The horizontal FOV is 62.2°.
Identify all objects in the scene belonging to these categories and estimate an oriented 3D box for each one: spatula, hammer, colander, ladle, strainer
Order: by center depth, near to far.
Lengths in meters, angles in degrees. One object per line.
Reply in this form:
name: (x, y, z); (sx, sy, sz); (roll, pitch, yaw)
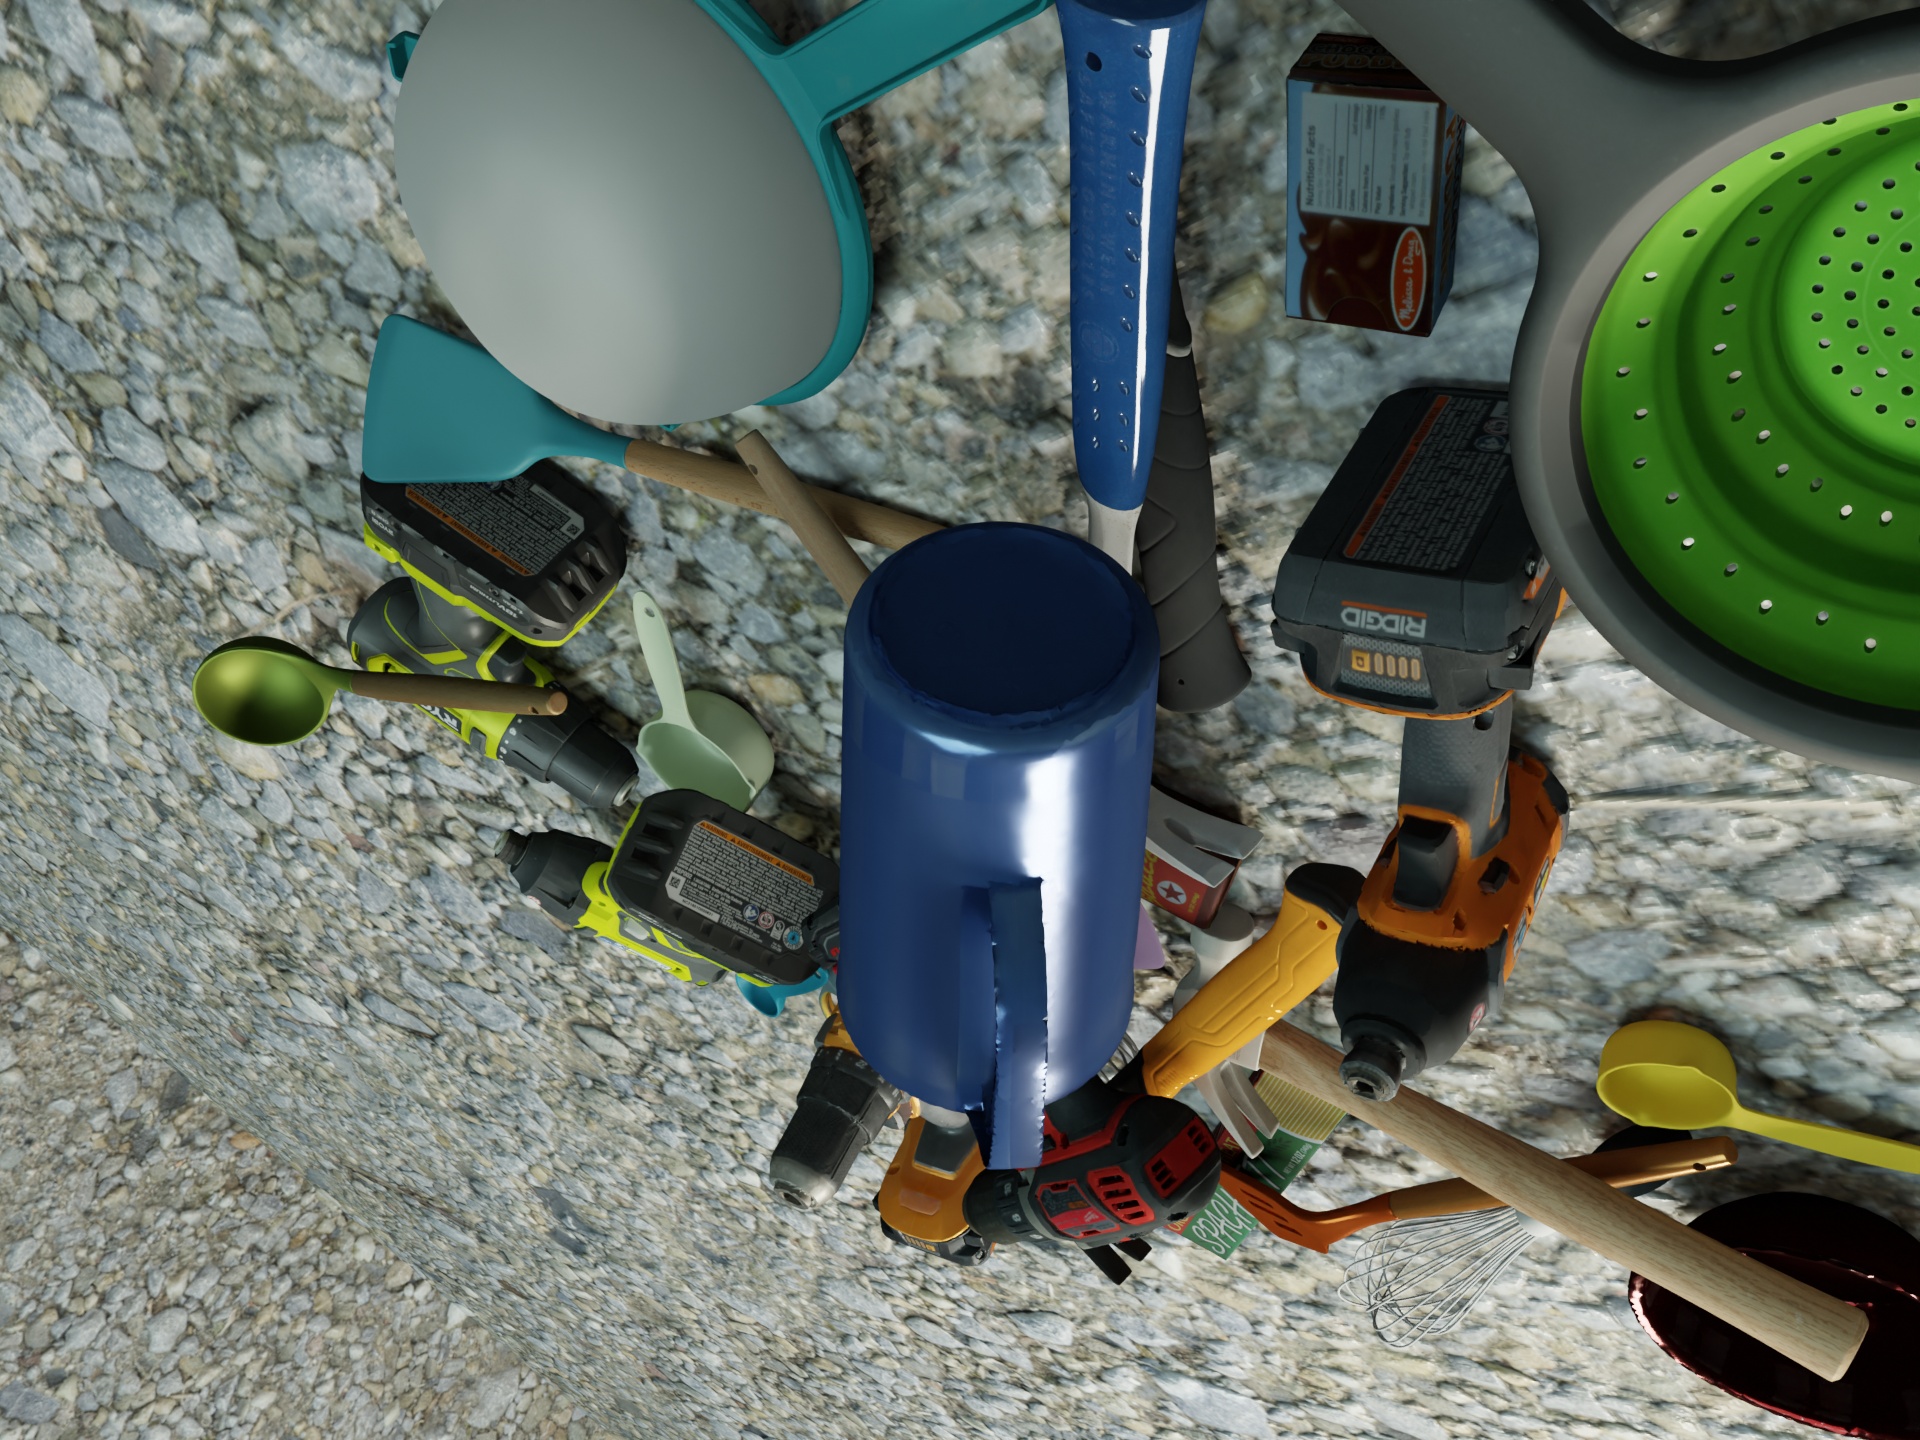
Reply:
colander: (0.198, -0.145, 0.411); (0.397, 0.094, 0.204); (43, 144, 0)
hammer: (0.059, -0.155, 0.554); (0.149, 0.036, 0.408); (14, 140, 28)
strainer: (-0.103, -0.189, 0.560); (0.340, 0.095, 0.210); (-2, 130, 50)
hammer: (0.059, -0.074, 0.573); (0.144, 0.035, 0.405); (37, 156, 25)
spatula: (-0.001, -0.002, 0.731); (0.315, 0.018, 0.060); (53, 148, -14)
spatula: (-0.138, -0.117, 0.746); (0.317, 0.044, 0.082); (17, 103, 18)
hammer: (0.246, 0.207, 0.753); (0.331, 0.031, 0.130); (25, 129, 31)
hammer: (0.115, 0.177, 0.807); (0.127, 0.034, 0.336); (47, 139, 14)
spatula: (0.247, 0.239, 0.822); (0.081, 0.041, 0.322); (45, 138, -13)
ladle: (-0.333, -0.011, 0.901); (0.320, 0.062, 0.078); (5, 142, 39)

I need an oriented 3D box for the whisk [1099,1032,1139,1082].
whisk: (0.035, 0.143, 0.913); (0.055, 0.055, 0.238); (-19, 114, 49)

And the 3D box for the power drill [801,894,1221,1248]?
power drill: (0.015, 0.175, 0.829); (0.227, 0.080, 0.188); (56, 141, 3)

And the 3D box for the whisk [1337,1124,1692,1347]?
whisk: (0.289, 0.272, 0.847); (0.070, 0.070, 0.284); (33, 140, 3)

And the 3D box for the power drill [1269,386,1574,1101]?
power drill: (0.167, 0.018, 0.559); (0.084, 0.164, 0.226); (13, 137, 30)

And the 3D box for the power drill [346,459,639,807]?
power drill: (-0.256, -0.048, 0.896); (0.190, 0.080, 0.228); (35, 147, 2)

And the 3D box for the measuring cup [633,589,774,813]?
measuring cup: (-0.147, -0.016, 0.879); (0.083, 0.038, 0.167); (16, 139, 24)

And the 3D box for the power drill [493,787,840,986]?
power drill: (-0.182, 0.105, 0.969); (0.171, 0.080, 0.223); (31, 157, -24)

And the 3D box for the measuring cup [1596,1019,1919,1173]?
measuring cup: (0.362, 0.168, 0.701); (0.156, 0.029, 0.062); (14, 144, 8)

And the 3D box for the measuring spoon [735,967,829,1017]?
measuring spoon: (-0.114, 0.174, 1.078); (0.042, 0.021, 0.128); (53, 145, -6)

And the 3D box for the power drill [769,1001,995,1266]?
power drill: (-0.032, 0.248, 0.968); (0.084, 0.185, 0.226); (10, 141, 28)
